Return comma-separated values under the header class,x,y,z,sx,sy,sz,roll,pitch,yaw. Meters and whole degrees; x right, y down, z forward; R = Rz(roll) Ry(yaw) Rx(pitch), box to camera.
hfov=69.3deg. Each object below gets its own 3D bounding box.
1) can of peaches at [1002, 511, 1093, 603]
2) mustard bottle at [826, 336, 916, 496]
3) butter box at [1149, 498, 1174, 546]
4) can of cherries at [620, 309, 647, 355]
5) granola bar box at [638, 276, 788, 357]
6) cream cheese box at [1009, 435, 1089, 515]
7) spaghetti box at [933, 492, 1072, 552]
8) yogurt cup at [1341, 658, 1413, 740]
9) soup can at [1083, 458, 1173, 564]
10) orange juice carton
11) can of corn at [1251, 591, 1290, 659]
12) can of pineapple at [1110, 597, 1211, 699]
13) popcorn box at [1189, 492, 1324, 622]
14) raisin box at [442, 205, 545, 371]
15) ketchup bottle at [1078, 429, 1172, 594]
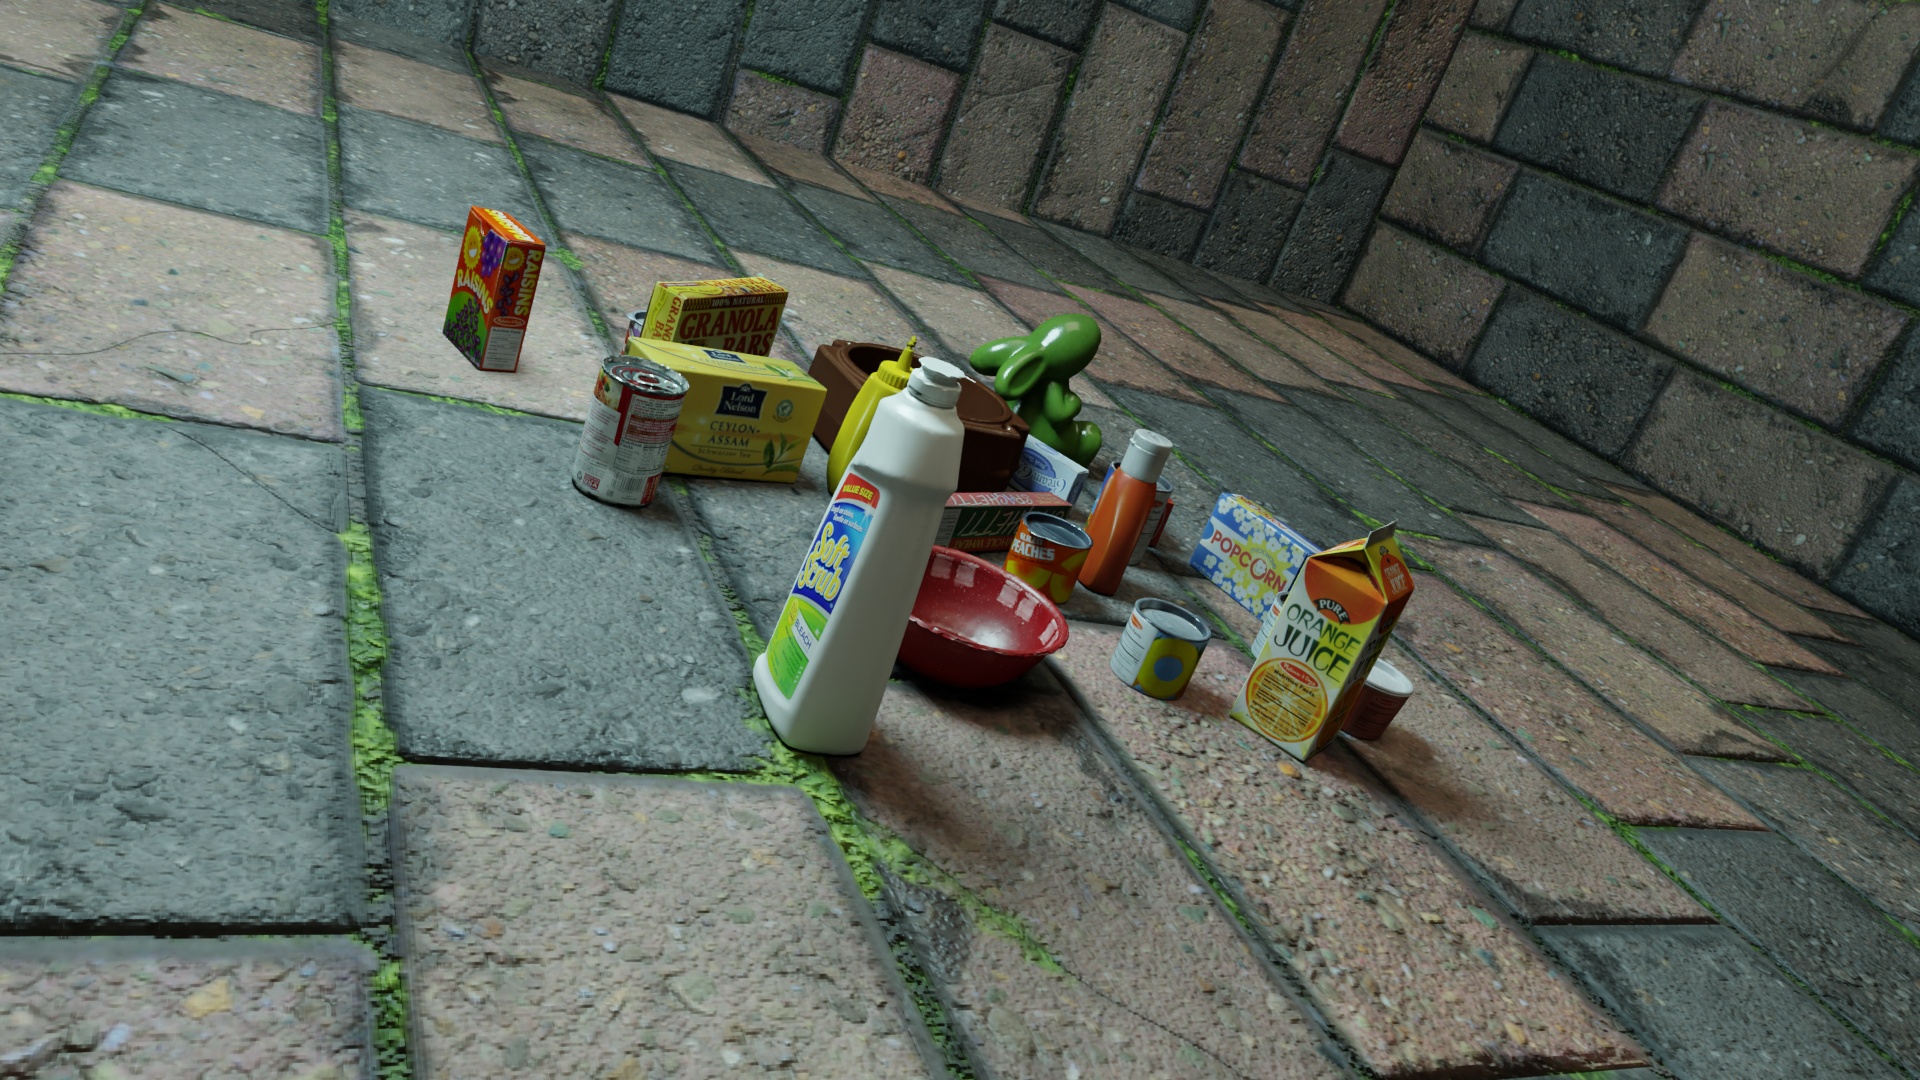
class,x,y,z,sx,sy,sz,roll,pitch,yaw
can of peaches,0.074,0.015,1.217,0.071,0.057,0.071,19,21,-7
mustard bottle,-0.069,-0.107,1.237,0.065,0.159,0.049,9,24,-31
butter box,0.187,-0.041,1.465,0.024,0.053,0.104,12,23,-22
can of cherries,-0.298,-0.186,1.352,0.071,0.058,0.072,19,21,-7
granola bar box,-0.239,-0.183,1.310,0.039,0.123,0.166,29,22,18
cream cheese box,0.080,-0.072,1.439,0.104,0.053,0.024,34,24,30
spaghetti box,0.004,-0.016,1.237,0.251,0.050,0.029,-2,31,-46
yogurt cup,0.346,0.134,1.191,0.072,0.053,0.073,19,21,-7
soup can,0.163,-0.029,1.371,0.071,0.083,0.071,19,21,-7
orange juice carton,0.294,0.072,1.102,0.073,0.192,0.072,32,23,27
can of corn,0.308,0.089,1.259,0.071,0.058,0.071,19,21,-7
can of pineapple,0.163,0.088,1.125,0.071,0.057,0.071,19,21,-7
popcorn box,0.295,0.019,1.377,0.038,0.085,0.127,4,27,-39
raisin box,-0.419,-0.225,1.243,0.040,0.123,0.086,0,29,-44
ketchup bottle,0.148,-0.028,1.265,0.043,0.148,0.065,15,22,-17
